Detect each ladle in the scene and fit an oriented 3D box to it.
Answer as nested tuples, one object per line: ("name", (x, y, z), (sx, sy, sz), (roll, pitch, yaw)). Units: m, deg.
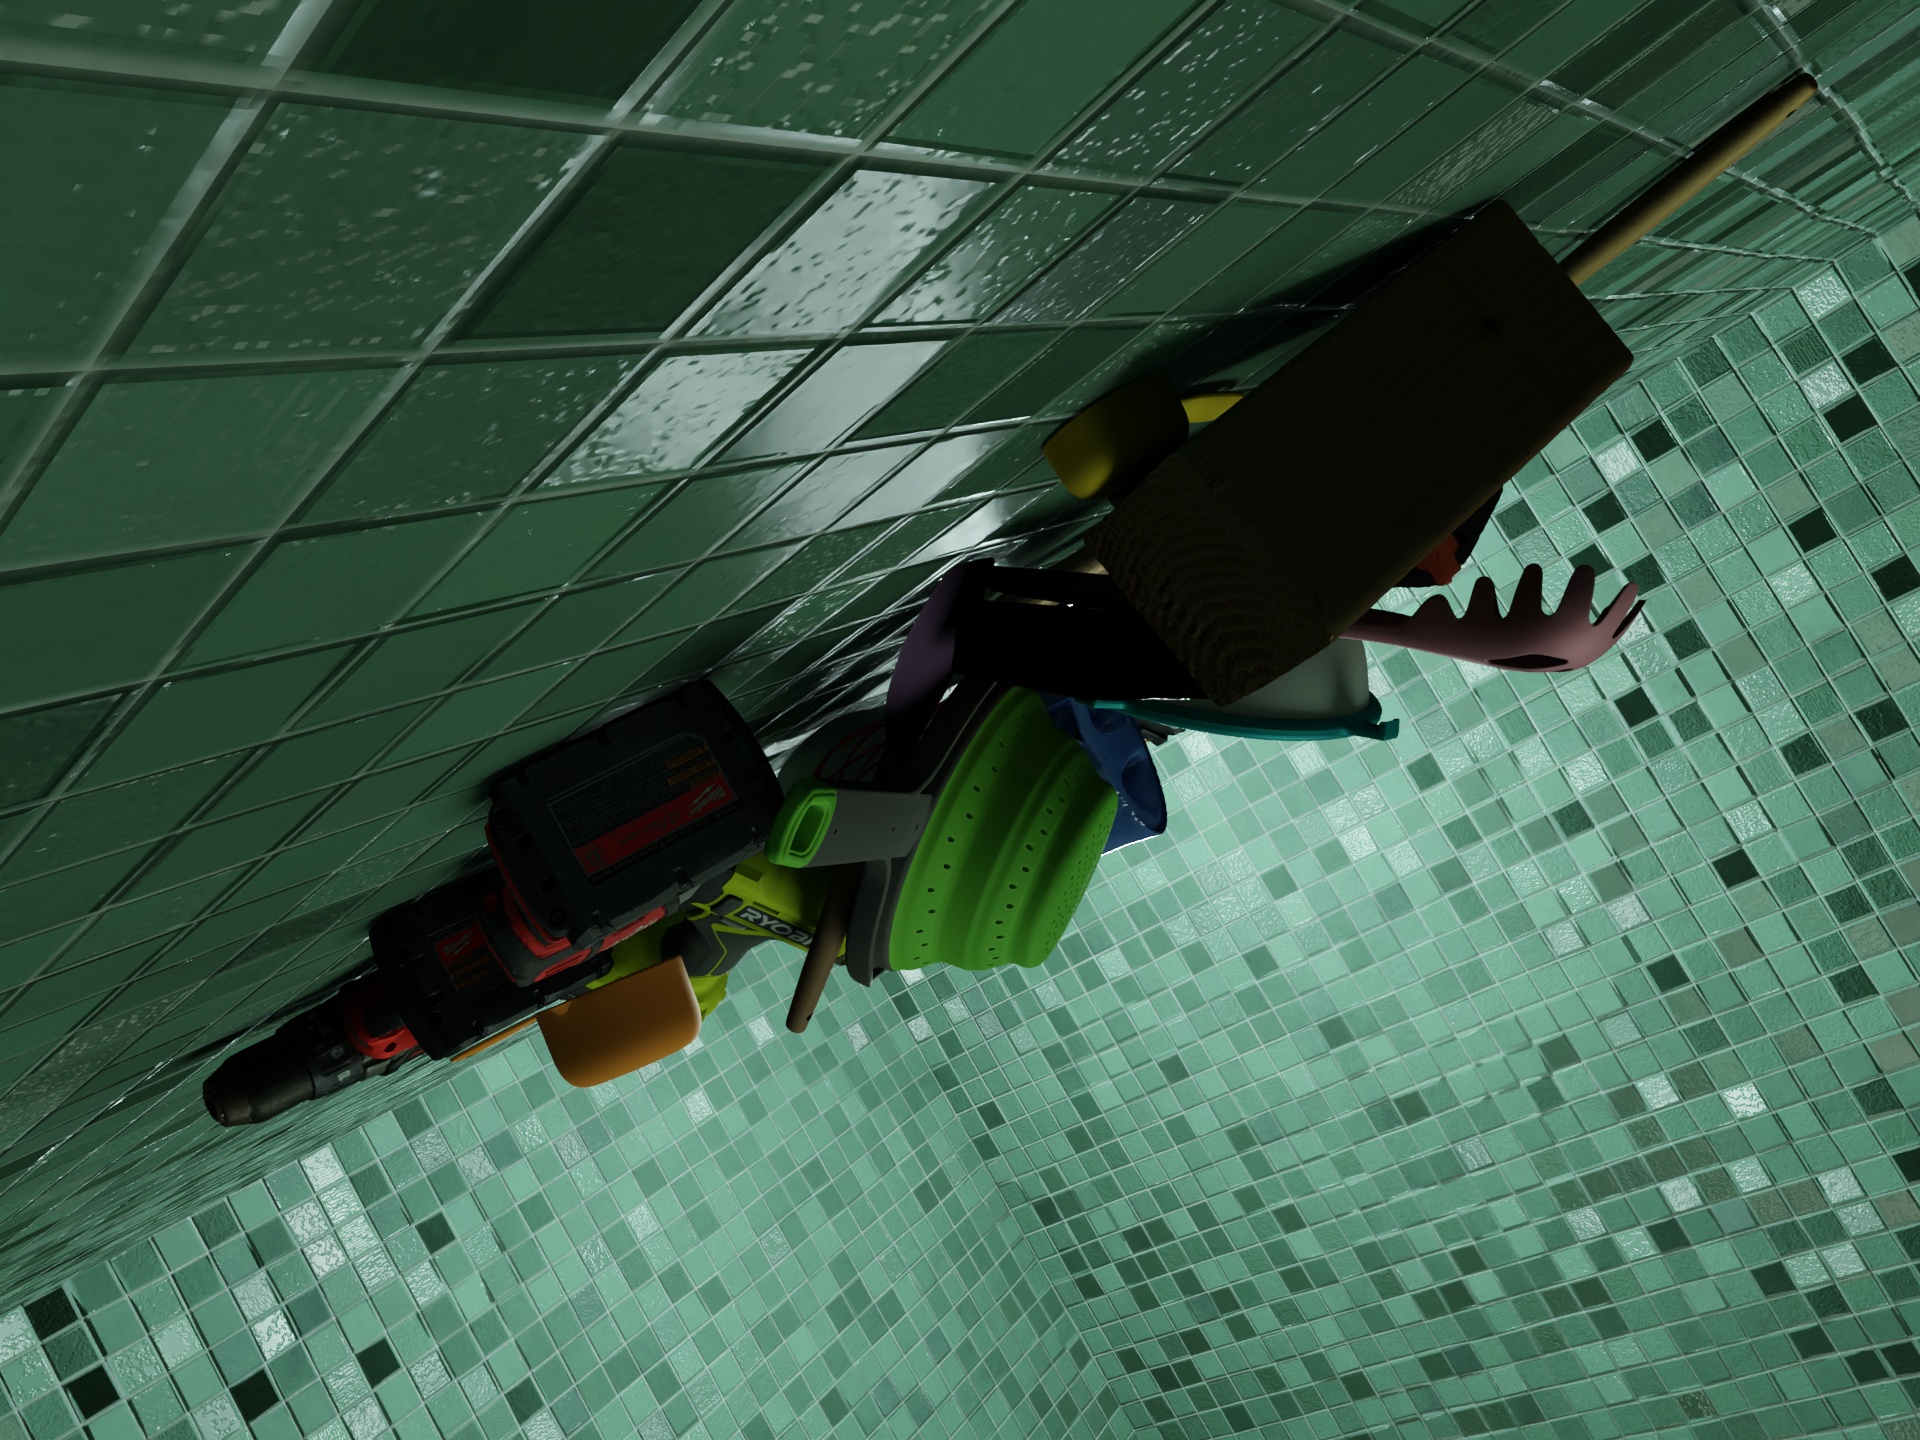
("ladle", (0.334, -0.245, 0.881), (0.069, 0.031, 0.315), (-23, 171, -34))

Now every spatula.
("spatula", (-0.047, 0.051, 0.848), (0.060, 0.018, 0.315), (-23, 141, -50))

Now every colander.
("colander", (0.006, 0.065, 0.796), (0.204, 0.094, 0.397), (-66, 167, 3))

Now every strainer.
("strainer", (-0.041, 0.004, 1.062), (0.151, 0.069, 0.256), (-16, -154, 51))
("strainer", (0.170, -0.080, 1.077), (0.211, 0.095, 0.340), (6, -163, -1))

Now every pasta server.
("pasta server", (0.145, -0.057, 0.735), (0.316, 0.040, 0.060), (10, 171, 35))

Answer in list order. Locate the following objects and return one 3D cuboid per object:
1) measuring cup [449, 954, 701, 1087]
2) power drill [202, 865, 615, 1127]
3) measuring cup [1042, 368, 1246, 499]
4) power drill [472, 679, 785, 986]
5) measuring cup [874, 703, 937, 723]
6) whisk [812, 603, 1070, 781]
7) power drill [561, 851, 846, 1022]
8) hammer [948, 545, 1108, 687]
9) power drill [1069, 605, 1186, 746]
("measuring cup", (-0.226, 0.190, 0.922), (0.173, 0.052, 0.095), (-26, 175, 24))
("power drill", (-0.317, 0.161, 0.904), (0.188, 0.080, 0.226), (-26, 177, -41))
("measuring cup", (0.090, -0.119, 0.664), (0.062, 0.029, 0.156), (-33, 172, 36))
("power drill", (-0.156, 0.061, 0.754), (0.143, 0.078, 0.219), (-28, 174, -23))
("measuring cup", (-0.050, 0.016, 1.205), (0.083, 0.038, 0.167), (-30, 173, -6))
("whisk", (-0.002, -0.003, 0.986), (0.073, 0.073, 0.296), (-34, -173, 43))
("power drill", (-0.169, 0.115, 0.971), (0.223, 0.171, 0.080), (-32, -141, 45))
("hammer", (0.114, -0.113, 0.892), (0.331, 0.031, 0.130), (-31, 176, 2))
("power drill", (0.081, 0.019, 1.252), (0.185, 0.084, 0.226), (27, 131, -31))
